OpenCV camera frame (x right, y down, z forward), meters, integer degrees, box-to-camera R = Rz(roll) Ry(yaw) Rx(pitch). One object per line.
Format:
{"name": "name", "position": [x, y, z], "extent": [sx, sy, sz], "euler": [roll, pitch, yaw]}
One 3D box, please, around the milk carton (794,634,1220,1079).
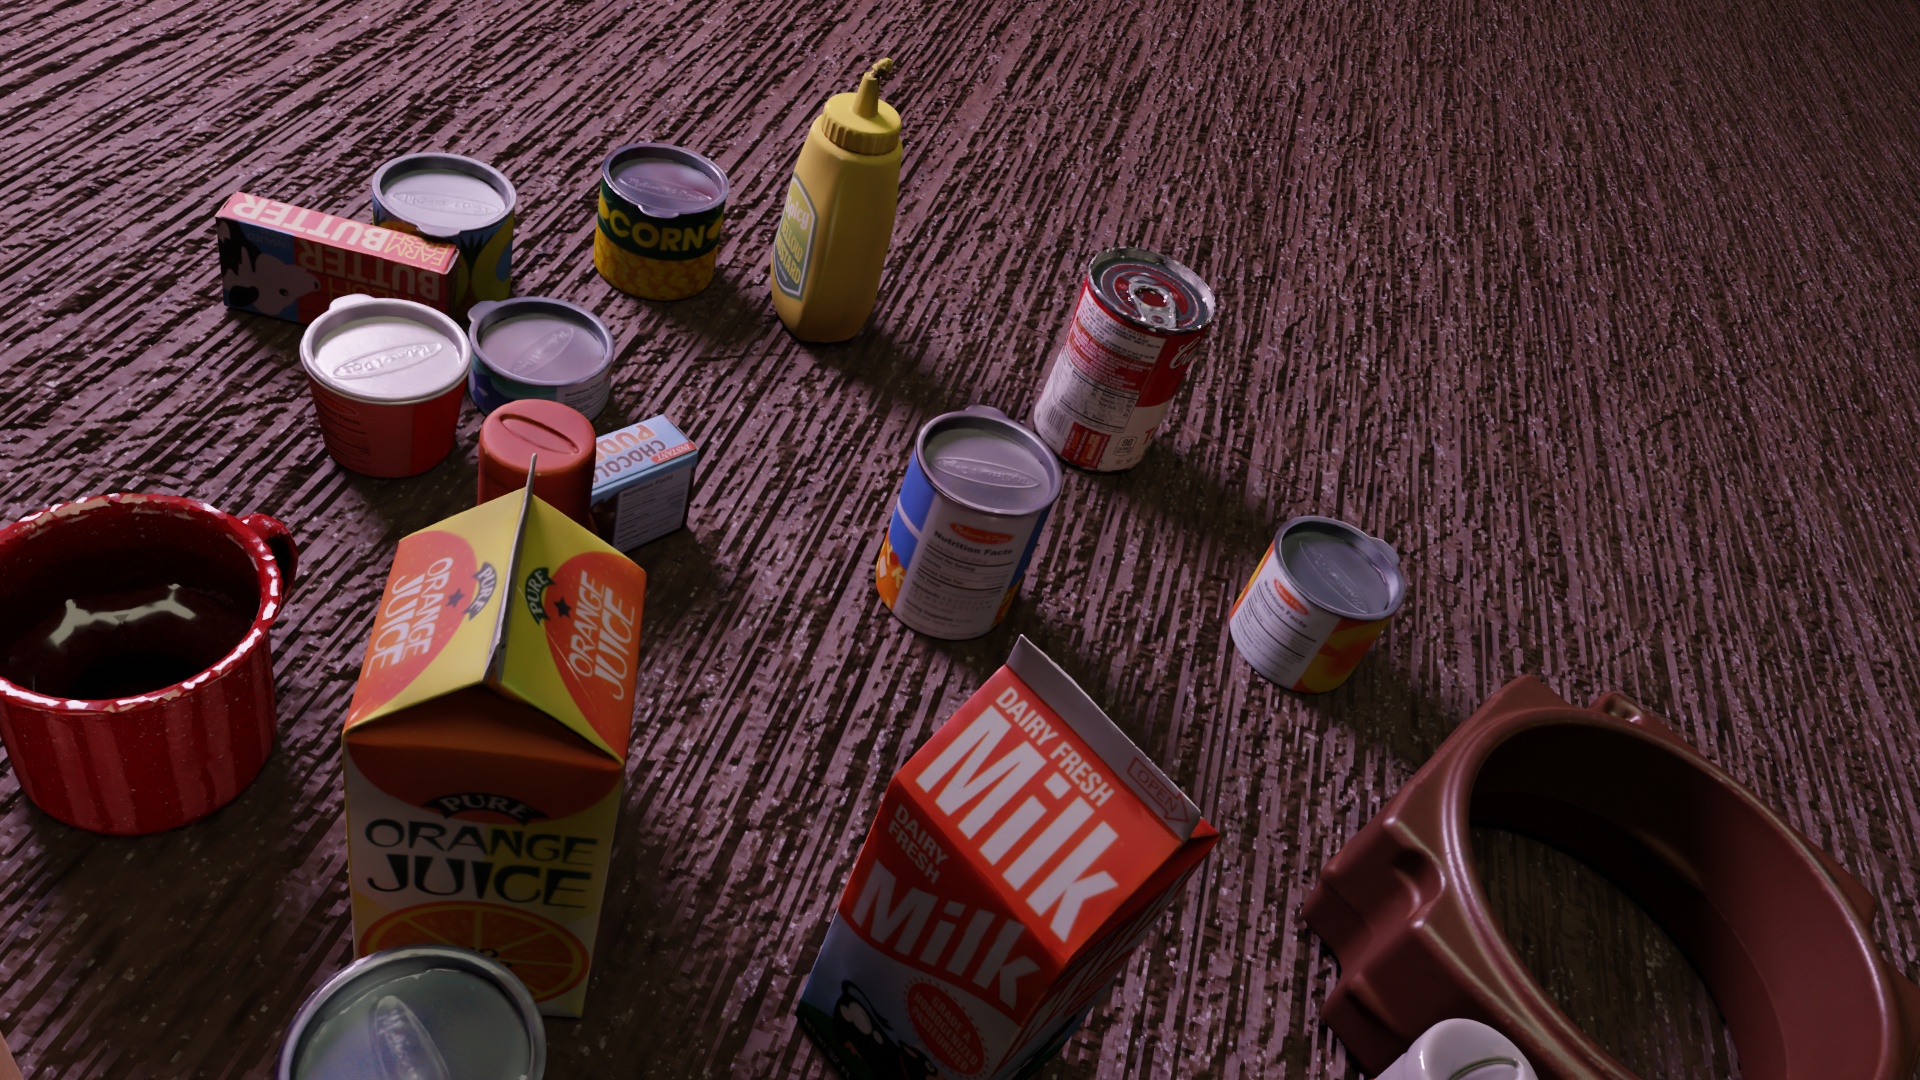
{"name": "milk carton", "position": [0.014, 0.112, 0.430], "extent": [0.074, 0.189, 0.072], "euler": [-27, 60, -39]}

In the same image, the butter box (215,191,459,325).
{"name": "butter box", "position": [-0.291, -0.124, 0.654], "extent": [0.103, 0.052, 0.024], "euler": [13, 43, -9]}

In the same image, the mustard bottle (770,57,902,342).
{"name": "mustard bottle", "position": [-0.061, -0.179, 0.720], "extent": [0.049, 0.159, 0.065], "euler": [-8, 50, -28]}

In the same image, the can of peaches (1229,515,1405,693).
{"name": "can of peaches", "position": [0.173, 0.031, 0.672], "extent": [0.071, 0.057, 0.071], "euler": [11, 43, -11]}

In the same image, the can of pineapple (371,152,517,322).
{"name": "can of pineapple", "position": [-0.257, -0.149, 0.689], "extent": [0.071, 0.057, 0.071], "euler": [11, 43, -11]}

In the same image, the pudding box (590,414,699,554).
{"name": "pudding box", "position": [-0.156, -0.017, 0.599], "extent": [0.084, 0.049, 0.030], "euler": [-28, 61, -39]}

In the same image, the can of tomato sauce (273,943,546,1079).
{"name": "can of tomato sauce", "position": [-0.155, 0.165, 0.390], "extent": [0.071, 0.082, 0.071], "euler": [11, 43, -11]}

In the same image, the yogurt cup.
{"name": "yogurt cup", "position": [-0.250, -0.064, 0.608], "extent": [0.072, 0.053, 0.073], "euler": [11, 43, -11]}

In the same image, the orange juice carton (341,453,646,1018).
{"name": "orange juice carton", "position": [-0.138, 0.066, 0.417], "extent": [0.073, 0.191, 0.072], "euler": [8, 44, -13]}

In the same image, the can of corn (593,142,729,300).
{"name": "can of corn", "position": [-0.162, -0.169, 0.746], "extent": [0.071, 0.058, 0.071], "euler": [11, 43, -11]}

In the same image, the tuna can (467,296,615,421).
{"name": "tuna can", "position": [-0.202, -0.085, 0.663], "extent": [0.071, 0.032, 0.071], "euler": [11, 43, -11]}

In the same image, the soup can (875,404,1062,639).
{"name": "soup can", "position": [0.002, -0.008, 0.626], "extent": [0.071, 0.083, 0.072], "euler": [11, 43, -11]}

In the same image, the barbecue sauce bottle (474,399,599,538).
{"name": "barbecue sauce bottle", "position": [-0.154, 0.016, 0.494], "extent": [0.065, 0.147, 0.044], "euler": [25, 43, 5]}

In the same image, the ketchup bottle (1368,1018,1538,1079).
{"name": "ketchup bottle", "position": [0.120, 0.195, 0.417], "extent": [0.065, 0.148, 0.044], "euler": [-8, 50, -28]}
